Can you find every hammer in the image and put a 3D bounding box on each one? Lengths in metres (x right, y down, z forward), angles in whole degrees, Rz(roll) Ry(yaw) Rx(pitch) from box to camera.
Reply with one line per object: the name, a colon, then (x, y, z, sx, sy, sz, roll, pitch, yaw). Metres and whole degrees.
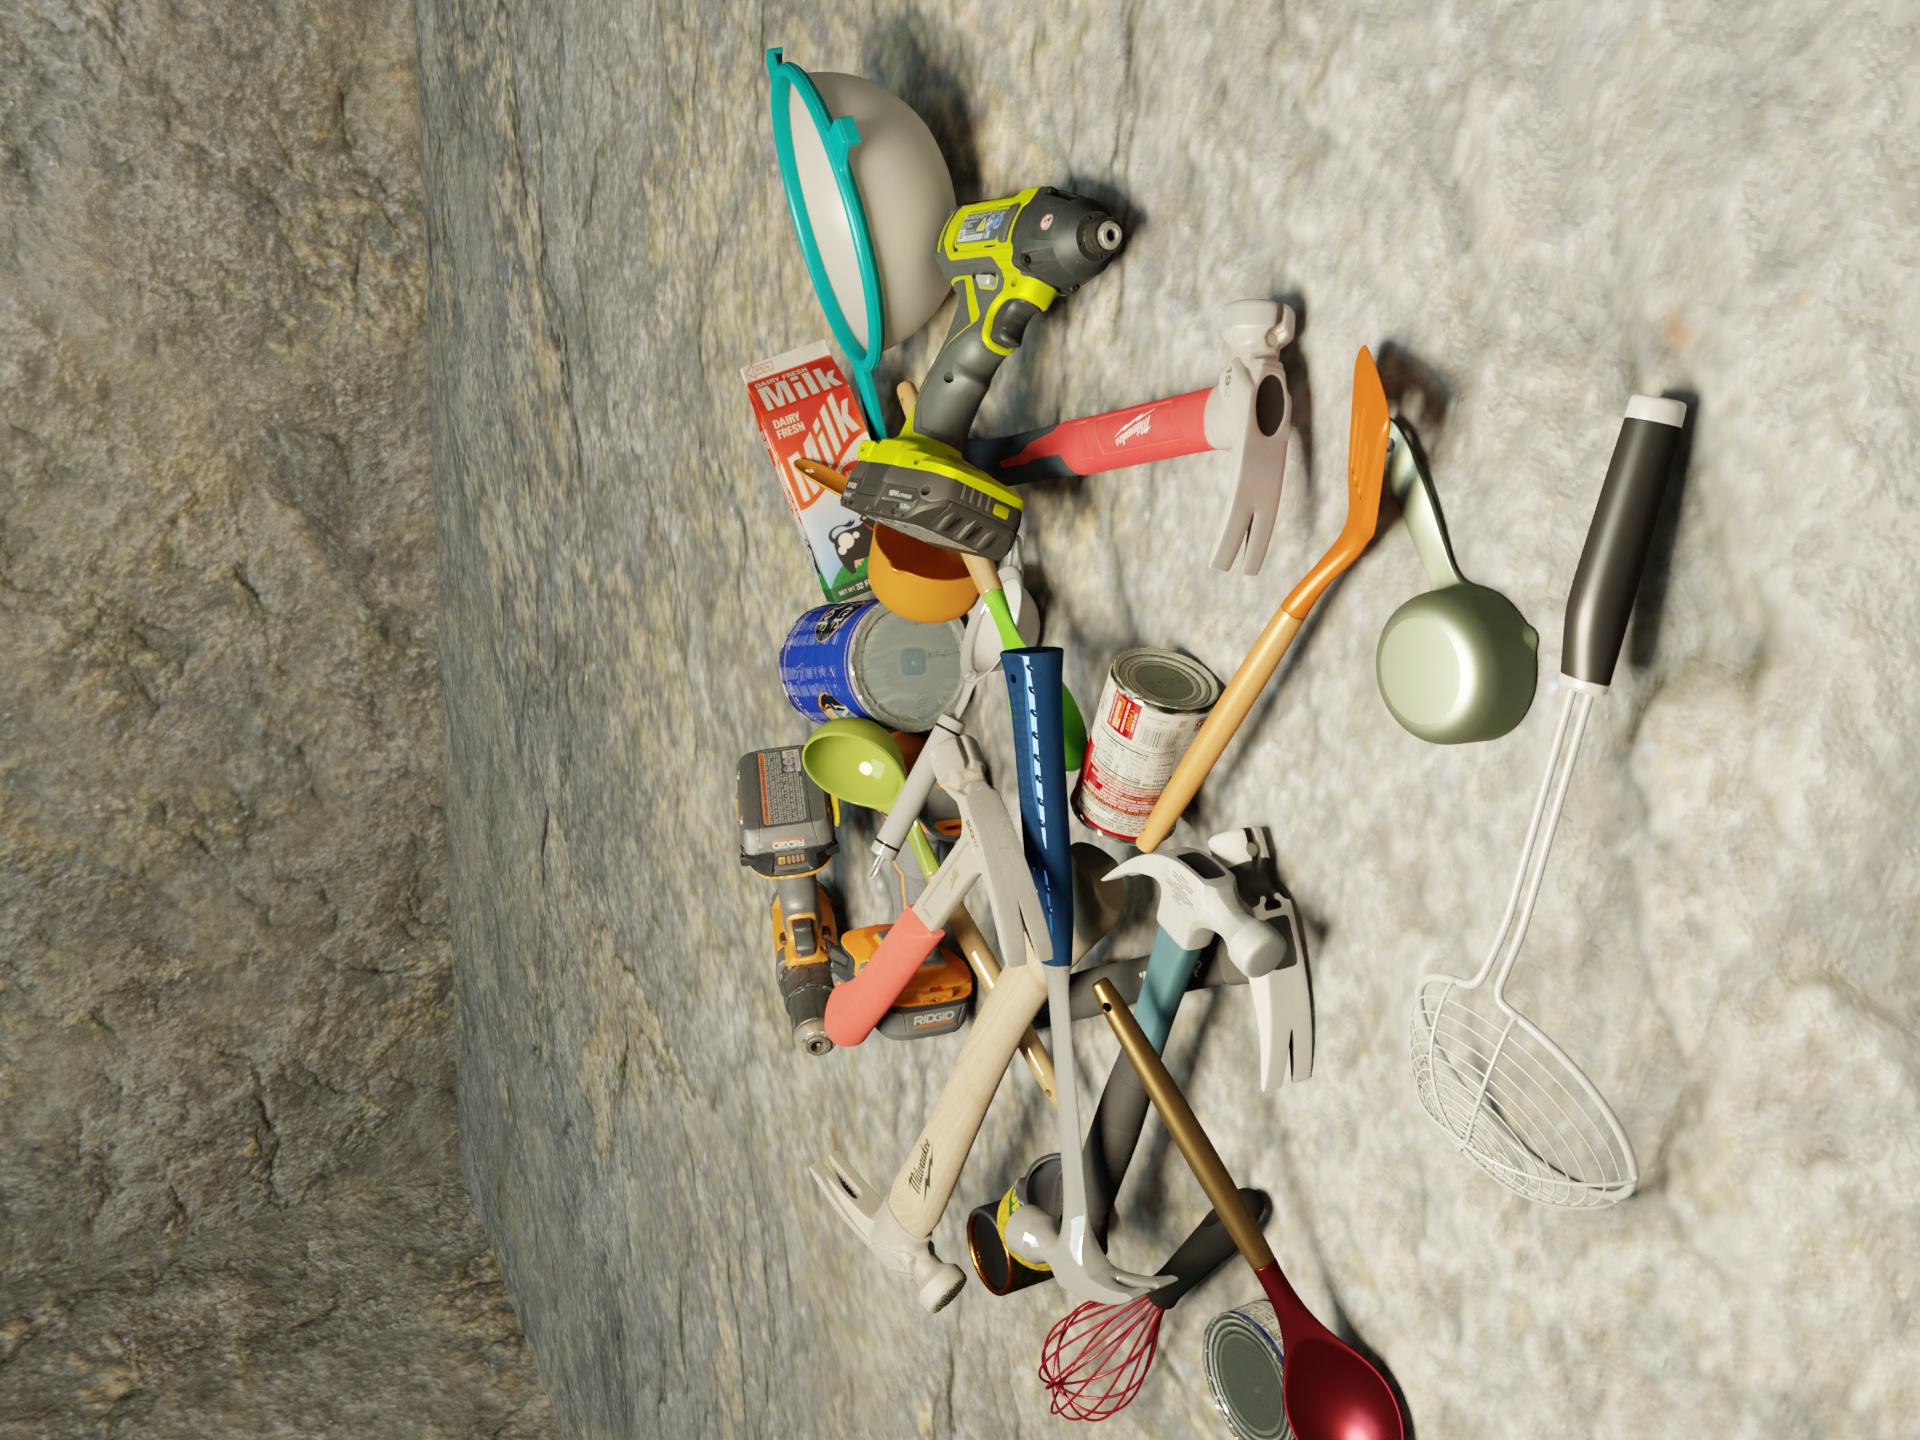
hammer: (0.108, 0.217, 0.979, 0.128, 0.033, 0.330, 51, 138, 44)
hammer: (-0.031, 0.159, 1.081, 0.359, 0.036, 0.149, 121, 136, -55)
hammer: (0.111, 0.176, 1.035, 0.334, 0.035, 0.146, -33, 68, 59)
hammer: (0.063, 0.158, 0.968, 0.144, 0.035, 0.405, 8, 105, 58)
hammer: (0.070, -0.155, 0.994, 0.386, 0.038, 0.143, 5, 88, 63)
hammer: (0.006, 0.238, 1.106, 0.146, 0.038, 0.410, 41, 126, 25)

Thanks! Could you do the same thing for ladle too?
ladle: (0.158, 0.287, 0.905, 0.069, 0.031, 0.315, -33, 84, 27)
ladle: (-0.015, 0.136, 1.129, 0.320, 0.062, 0.078, 60, 140, 13)

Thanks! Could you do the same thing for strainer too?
strainer: (-0.002, -0.004, 1.102, 0.258, 0.050, 0.087, -62, 21, 0)
strainer: (-0.046, -0.312, 1.153, 0.211, 0.095, 0.340, -121, 14, -49)

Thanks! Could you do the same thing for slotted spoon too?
slotted spoon: (0.012, -0.103, 1.057, 0.314, 0.031, 0.070, 69, 153, 25)

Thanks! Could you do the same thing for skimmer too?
skimmer: (0.278, 0.044, 0.703, 0.127, 0.090, 0.363, 31, 114, 58)

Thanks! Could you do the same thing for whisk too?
whisk: (0.124, 0.386, 1.048, 0.073, 0.073, 0.295, 61, 140, 33)

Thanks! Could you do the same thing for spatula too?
spatula: (0.159, -0.044, 0.851, 0.081, 0.041, 0.322, -86, 17, -51)

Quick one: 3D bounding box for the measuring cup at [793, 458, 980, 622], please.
measuring cup: (-0.057, -0.132, 1.160, 0.174, 0.095, 0.052, 33, 137, 19)

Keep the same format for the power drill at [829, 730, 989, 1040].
power drill: (-0.048, 0.119, 1.266, 0.164, 0.084, 0.226, 29, 118, 56)

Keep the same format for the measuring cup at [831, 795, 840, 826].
measuring cup: (-0.097, 0.024, 1.334, 0.062, 0.029, 0.157, 103, 164, -50)

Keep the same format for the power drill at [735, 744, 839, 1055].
power drill: (-0.139, 0.159, 1.368, 0.186, 0.084, 0.226, -104, 9, -52)

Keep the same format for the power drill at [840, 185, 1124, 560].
power drill: (0.017, -0.221, 0.994, 0.171, 0.080, 0.223, 23, 92, 59)

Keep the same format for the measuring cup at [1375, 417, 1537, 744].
measuring cup: (0.220, -0.068, 0.765, 0.083, 0.038, 0.168, -33, 71, 59)
